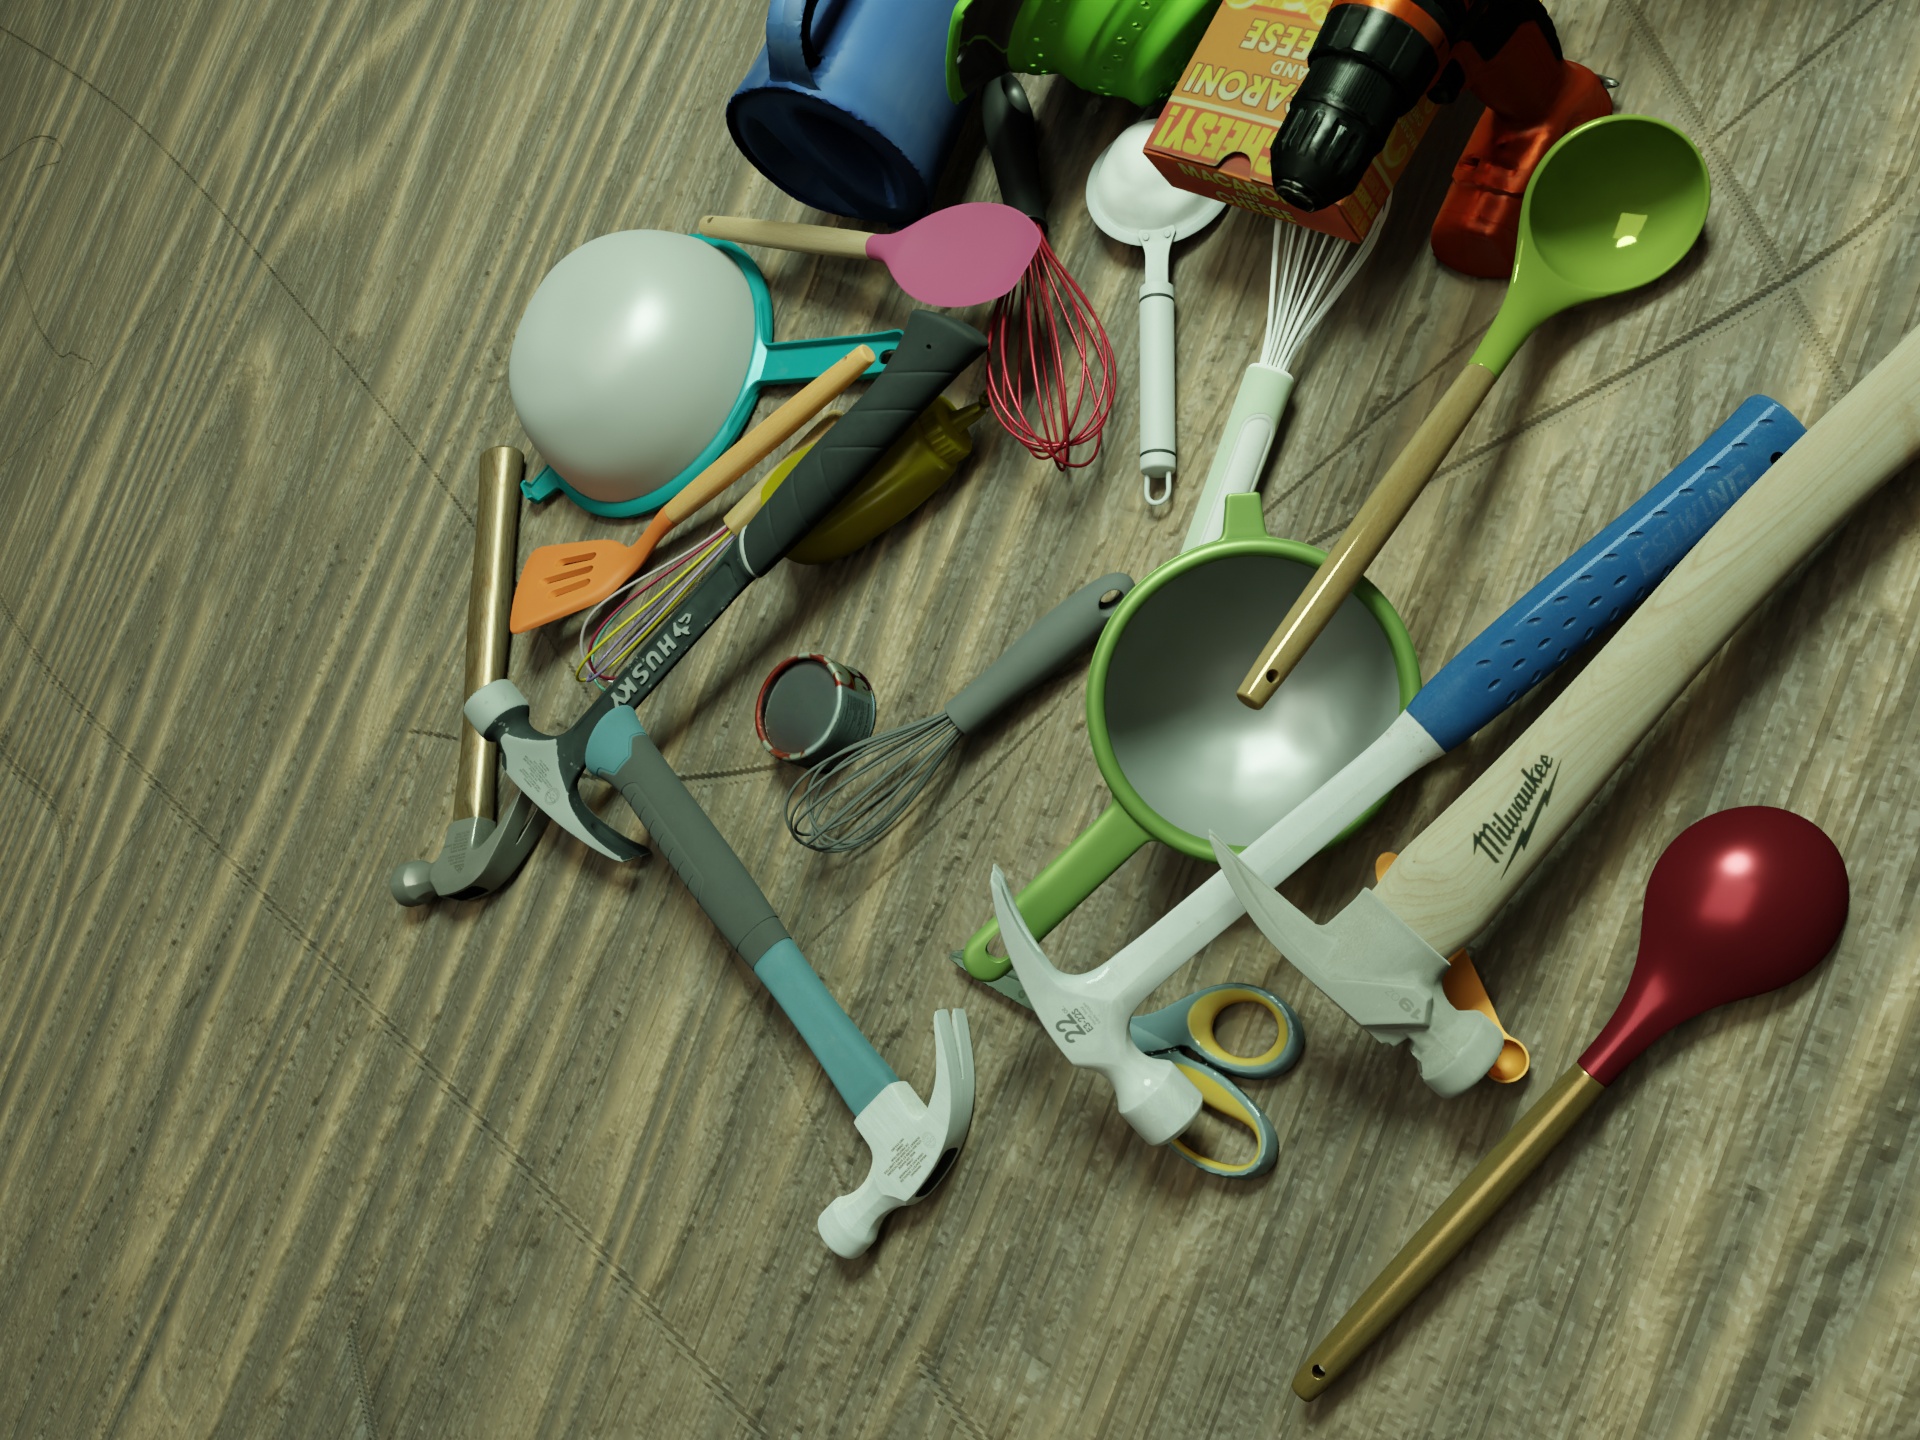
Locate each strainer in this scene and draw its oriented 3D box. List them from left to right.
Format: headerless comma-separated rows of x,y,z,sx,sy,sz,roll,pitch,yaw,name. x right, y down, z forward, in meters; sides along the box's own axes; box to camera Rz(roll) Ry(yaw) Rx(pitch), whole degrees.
-0.184,-0.245,1.034,0.340,0.095,0.211,6,79,37,strainer
0.108,-0.239,0.865,0.087,0.050,0.258,-3,76,19,strainer
0.097,0.026,0.751,0.151,0.069,0.256,45,99,-3,strainer

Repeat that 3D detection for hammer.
-0.330,-0.040,1.109,0.130,0.031,0.331,-13,68,32,hammer
-0.131,-0.081,0.930,0.409,0.036,0.149,-44,79,22,hammer
-0.112,0.119,0.872,0.128,0.033,0.331,-47,65,12,hammer
0.189,0.008,0.688,0.405,0.035,0.144,-42,94,8,hammer
0.282,-0.043,0.637,0.146,0.038,0.410,42,97,3,hammer

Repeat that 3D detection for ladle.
0.219,-0.134,0.691,0.320,0.078,0.062,-53,9,-11,ladle
0.238,0.162,0.646,0.069,0.031,0.315,43,101,27,ladle

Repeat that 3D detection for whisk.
-0.158,-0.104,1.004,0.245,0.047,0.051,-43,54,12,whisk
-0.002,-0.004,0.861,0.239,0.055,0.055,-38,57,14,whisk
0.041,-0.266,0.909,0.073,0.073,0.296,-23,58,27,whisk
0.161,-0.183,0.806,0.246,0.057,0.059,-70,18,1,whisk

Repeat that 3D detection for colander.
0.162,-0.461,0.862,0.094,0.204,0.397,45,86,2,colander

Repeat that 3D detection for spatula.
-0.175,-0.148,1.012,0.322,0.041,0.081,-32,40,33,spatula

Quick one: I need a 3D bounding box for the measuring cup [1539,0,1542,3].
0.254,-0.401,0.807,0.095,0.052,0.174,-34,60,22,measuring cup

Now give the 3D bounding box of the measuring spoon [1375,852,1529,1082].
0.214,0.107,0.698,0.021,0.011,0.117,-32,56,11,measuring spoon

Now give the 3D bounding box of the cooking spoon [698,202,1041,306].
-0.067,-0.288,0.960,0.319,0.017,0.069,24,81,44,cooking spoon
